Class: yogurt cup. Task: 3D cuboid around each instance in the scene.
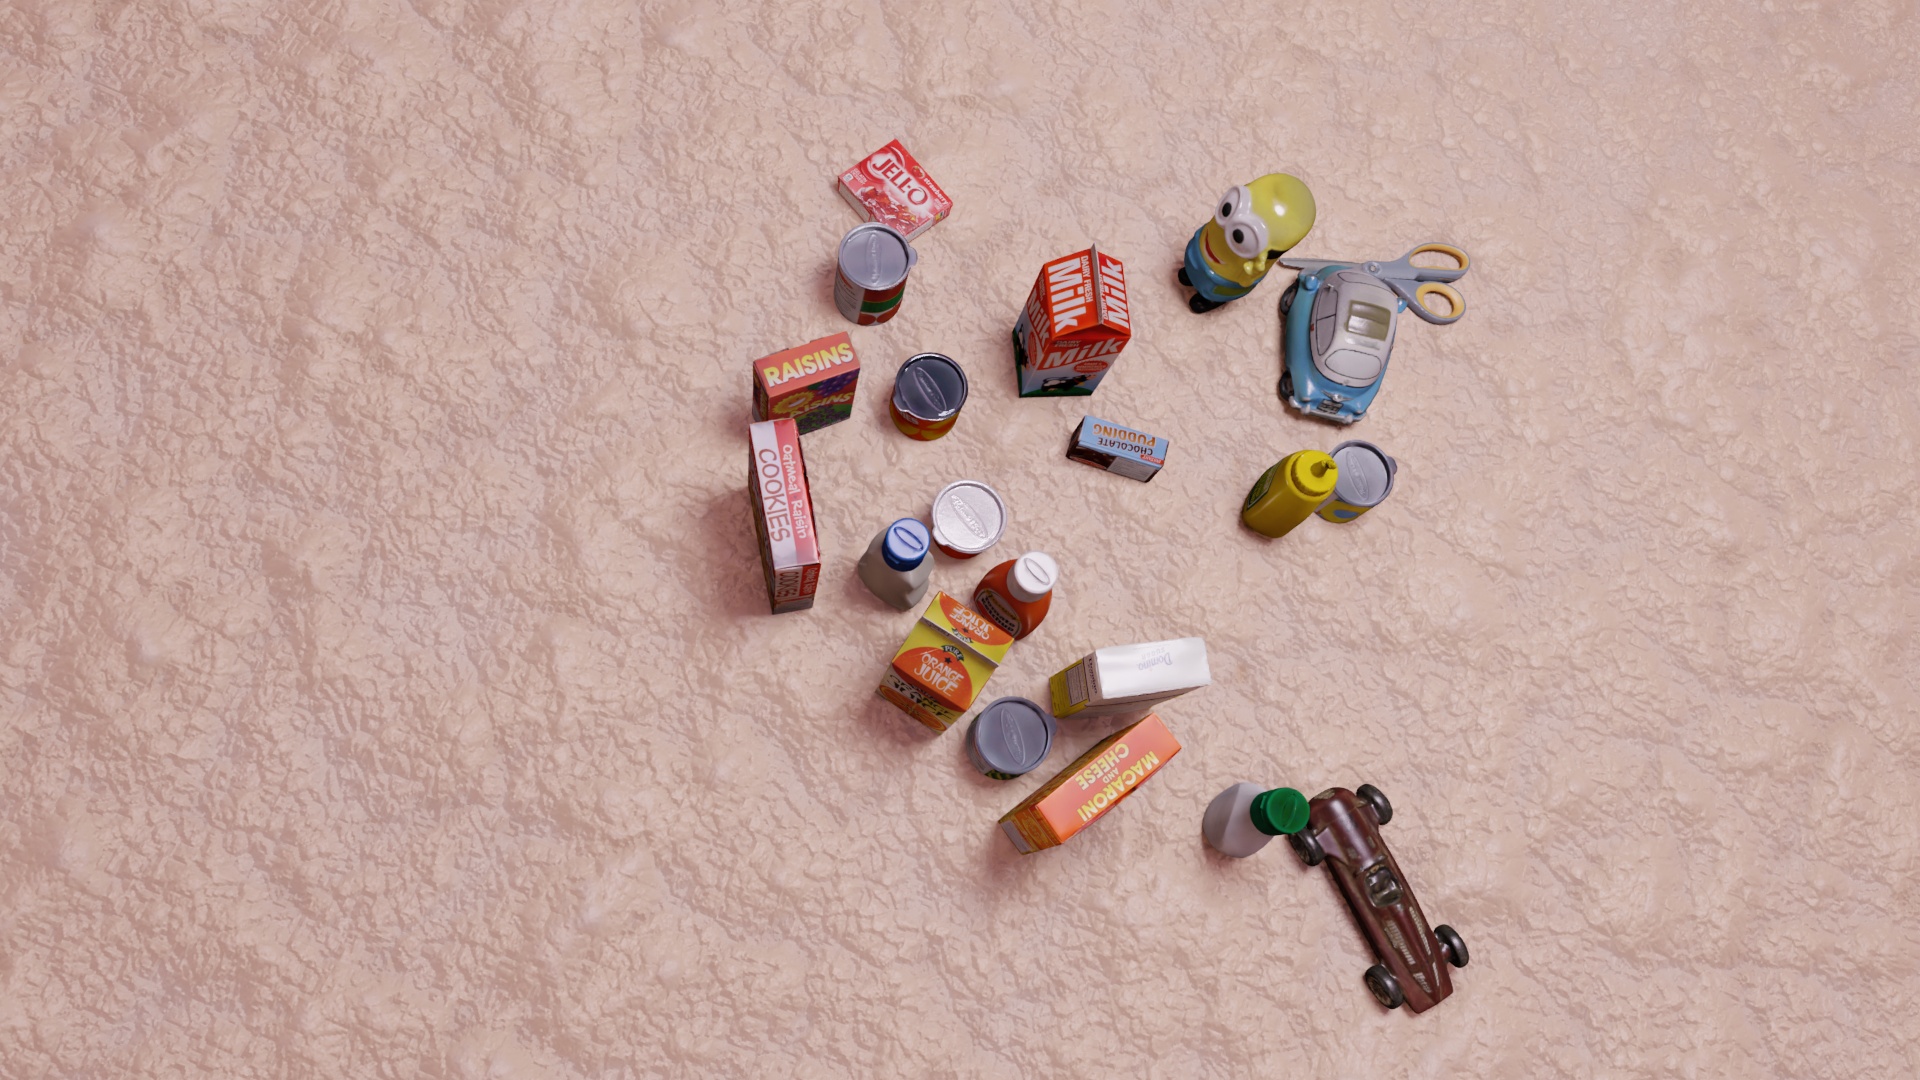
[{"bbox_3d":[0.004,-0.016,1.242,0.072,0.053,0.072,2,74,-8],"label":"yogurt cup"}]

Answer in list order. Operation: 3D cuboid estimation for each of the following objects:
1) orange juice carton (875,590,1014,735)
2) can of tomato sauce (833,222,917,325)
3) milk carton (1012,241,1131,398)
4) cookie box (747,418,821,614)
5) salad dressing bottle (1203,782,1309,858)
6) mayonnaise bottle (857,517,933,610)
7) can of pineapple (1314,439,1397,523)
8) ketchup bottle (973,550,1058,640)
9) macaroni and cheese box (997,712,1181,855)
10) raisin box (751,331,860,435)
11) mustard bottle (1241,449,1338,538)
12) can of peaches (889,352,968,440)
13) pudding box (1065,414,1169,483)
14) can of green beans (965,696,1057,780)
[{"bbox_3d":[-0.013,0.100,1.134,0.072,0.192,0.073,34,73,1],"label":"orange juice carton"},{"bbox_3d":[-0.080,-0.244,1.279,0.071,0.083,0.071,2,74,-8],"label":"can of tomato sauce"},{"bbox_3d":[0.101,-0.192,1.236,0.073,0.190,0.072,-3,75,-10],"label":"milk carton"},{"bbox_3d":[-0.148,-0.017,1.159,0.040,0.167,0.123,-10,76,-11],"label":"cookie box"},{"bbox_3d":[0.247,0.231,1.161,0.044,0.147,0.064,23,73,-2],"label":"salad dressing bottle"},{"bbox_3d":[-0.052,0.018,1.175,0.065,0.147,0.041,38,73,3],"label":"mayonnaise bottle"},{"bbox_3d":[0.367,-0.055,1.308,0.071,0.057,0.071,2,74,-8],"label":"can of pineapple"},{"bbox_3d":[0.051,0.043,1.183,0.044,0.148,0.065,-43,85,-17],"label":"ketchup bottle"},{"bbox_3d":[0.103,0.202,1.137,0.124,0.166,0.040,-35,83,-16],"label":"macaroni and cheese box"},{"bbox_3d":[-0.136,-0.132,1.217,0.086,0.123,0.040,-20,79,-14],"label":"raisin box"},{"bbox_3d":[0.301,-0.049,1.243,0.049,0.159,0.065,29,73,0],"label":"mustard bottle"},{"bbox_3d":[-0.032,-0.129,1.267,0.071,0.058,0.071,2,74,-8],"label":"can of peaches"},{"bbox_3d":[0.145,-0.084,1.286,0.084,0.049,0.030,16,73,-4],"label":"pudding box"},{"bbox_3d":[0.041,0.171,1.193,0.071,0.057,0.071,2,74,-8],"label":"can of green beans"}]
